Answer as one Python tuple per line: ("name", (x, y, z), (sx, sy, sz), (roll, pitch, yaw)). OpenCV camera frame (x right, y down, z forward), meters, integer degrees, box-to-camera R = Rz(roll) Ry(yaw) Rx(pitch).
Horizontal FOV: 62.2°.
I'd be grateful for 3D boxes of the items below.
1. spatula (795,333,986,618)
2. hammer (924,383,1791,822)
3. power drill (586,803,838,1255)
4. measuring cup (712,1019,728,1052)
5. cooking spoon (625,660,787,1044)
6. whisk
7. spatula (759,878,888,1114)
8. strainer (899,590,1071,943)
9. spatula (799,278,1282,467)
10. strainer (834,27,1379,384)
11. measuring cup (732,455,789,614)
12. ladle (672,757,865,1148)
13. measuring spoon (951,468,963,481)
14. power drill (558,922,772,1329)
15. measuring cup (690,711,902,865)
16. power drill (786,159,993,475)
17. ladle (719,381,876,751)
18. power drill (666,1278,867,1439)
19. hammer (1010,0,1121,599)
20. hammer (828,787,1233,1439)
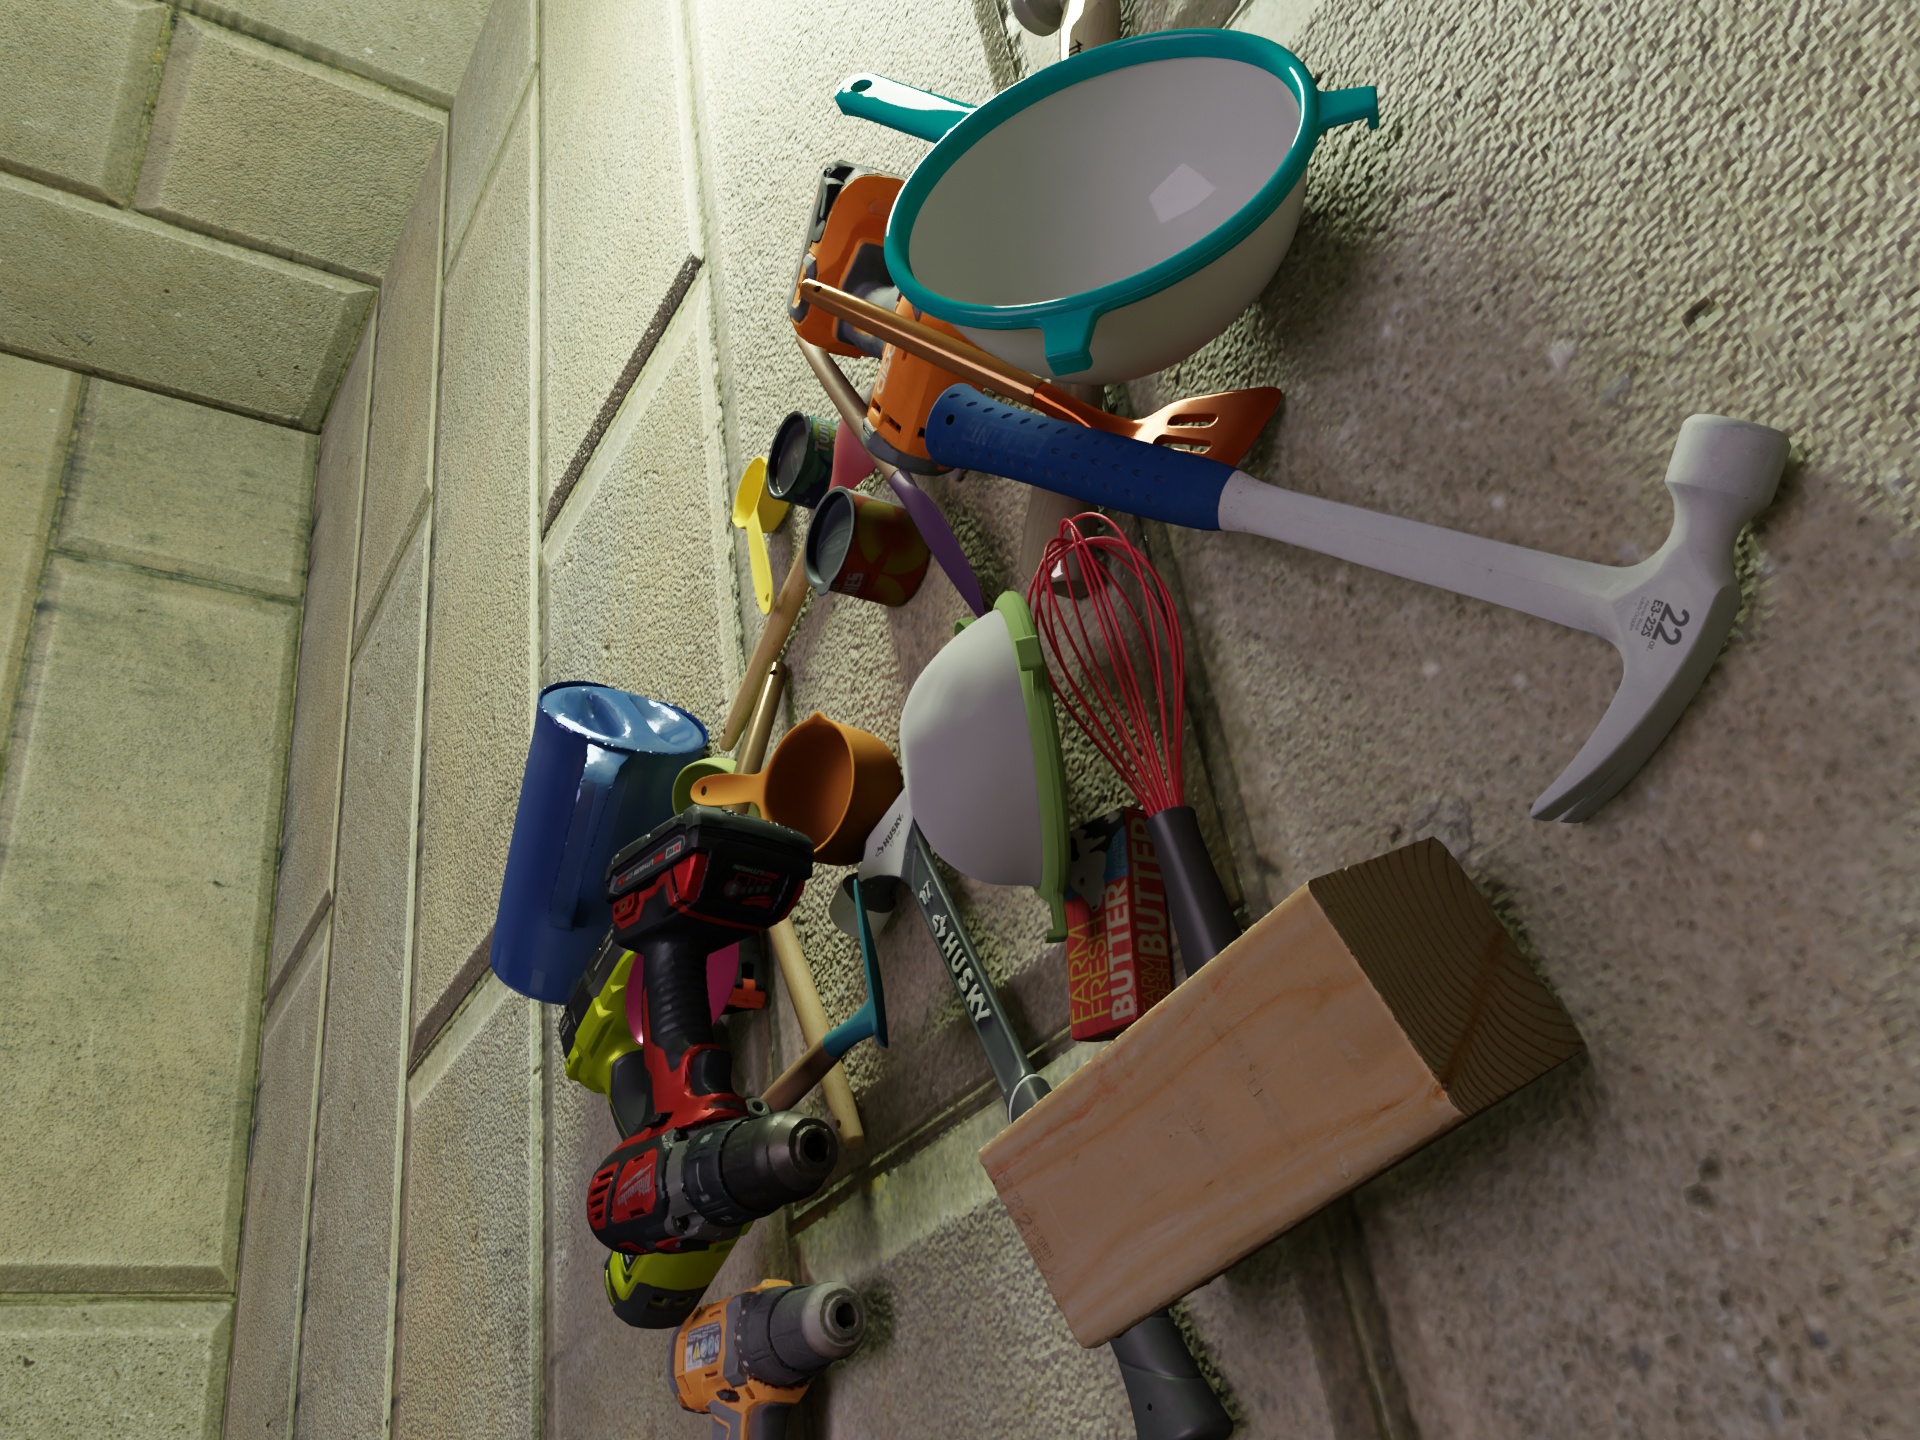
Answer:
("spatula", (-0.048, -0.168, 1.007), (0.059, 0.018, 0.316), (75, 168, -47))
("hammer", (0.119, -0.084, 0.664), (0.406, 0.035, 0.144), (26, 103, 47))
("power drill", (-0.129, 0.164, 0.853), (0.188, 0.080, 0.227), (-30, 52, 44))
("measuring cup", (-0.210, 0.290, 1.134), (0.083, 0.038, 0.167), (22, 96, 59))
("cooking spoon", (-0.153, 0.077, 1.044), (0.017, 0.069, 0.319), (79, -164, -46))
("whisk", (0.090, 0.028, 0.727), (0.073, 0.073, 0.296), (-44, 51, 43))
("spatula", (-0.092, 0.195, 0.919), (0.317, 0.044, 0.082), (-51, 42, 49))
("strainer", (-0.001, -0.003, 0.811), (0.257, 0.069, 0.151), (-112, 15, -67))
("spatula", (0.022, -0.184, 0.833), (0.323, 0.041, 0.081), (32, 80, 33))
("strainer", (0.042, -0.260, 0.810), (0.211, 0.095, 0.341), (-41, 44, -9))
("measuring cup", (-0.140, -0.133, 1.177), (0.062, 0.029, 0.157), (-52, 37, 37))
("ladle", (-0.125, 0.144, 1.035), (0.078, 0.062, 0.321), (-66, 35, 33))
("measuring spoon", (0.011, -0.209, 0.982), (0.034, 0.018, 0.124), (-155, 72, -66))
("power drill", (-0.182, 0.237, 1.000), (0.171, 0.080, 0.223), (-59, 36, 24))
("measuring cup", (-0.105, 0.048, 1.012), (0.174, 0.052, 0.095), (-4, 74, 47))
("power drill", (-0.034, -0.270, 0.985), (0.227, 0.084, 0.164), (-120, 43, -51))
("ladle", (-0.113, -0.104, 1.133), (0.315, 0.031, 0.069), (-62, 34, 27))
("power drill", (-0.109, 0.429, 0.884), (0.185, 0.084, 0.226), (-39, 43, 46))
("hammer", (0.074, -0.269, 0.876), (0.146, 0.038, 0.411), (-17, 66, 54))
("hammer", (0.030, 0.172, 0.790), (0.149, 0.036, 0.409), (-60, 35, 25))
